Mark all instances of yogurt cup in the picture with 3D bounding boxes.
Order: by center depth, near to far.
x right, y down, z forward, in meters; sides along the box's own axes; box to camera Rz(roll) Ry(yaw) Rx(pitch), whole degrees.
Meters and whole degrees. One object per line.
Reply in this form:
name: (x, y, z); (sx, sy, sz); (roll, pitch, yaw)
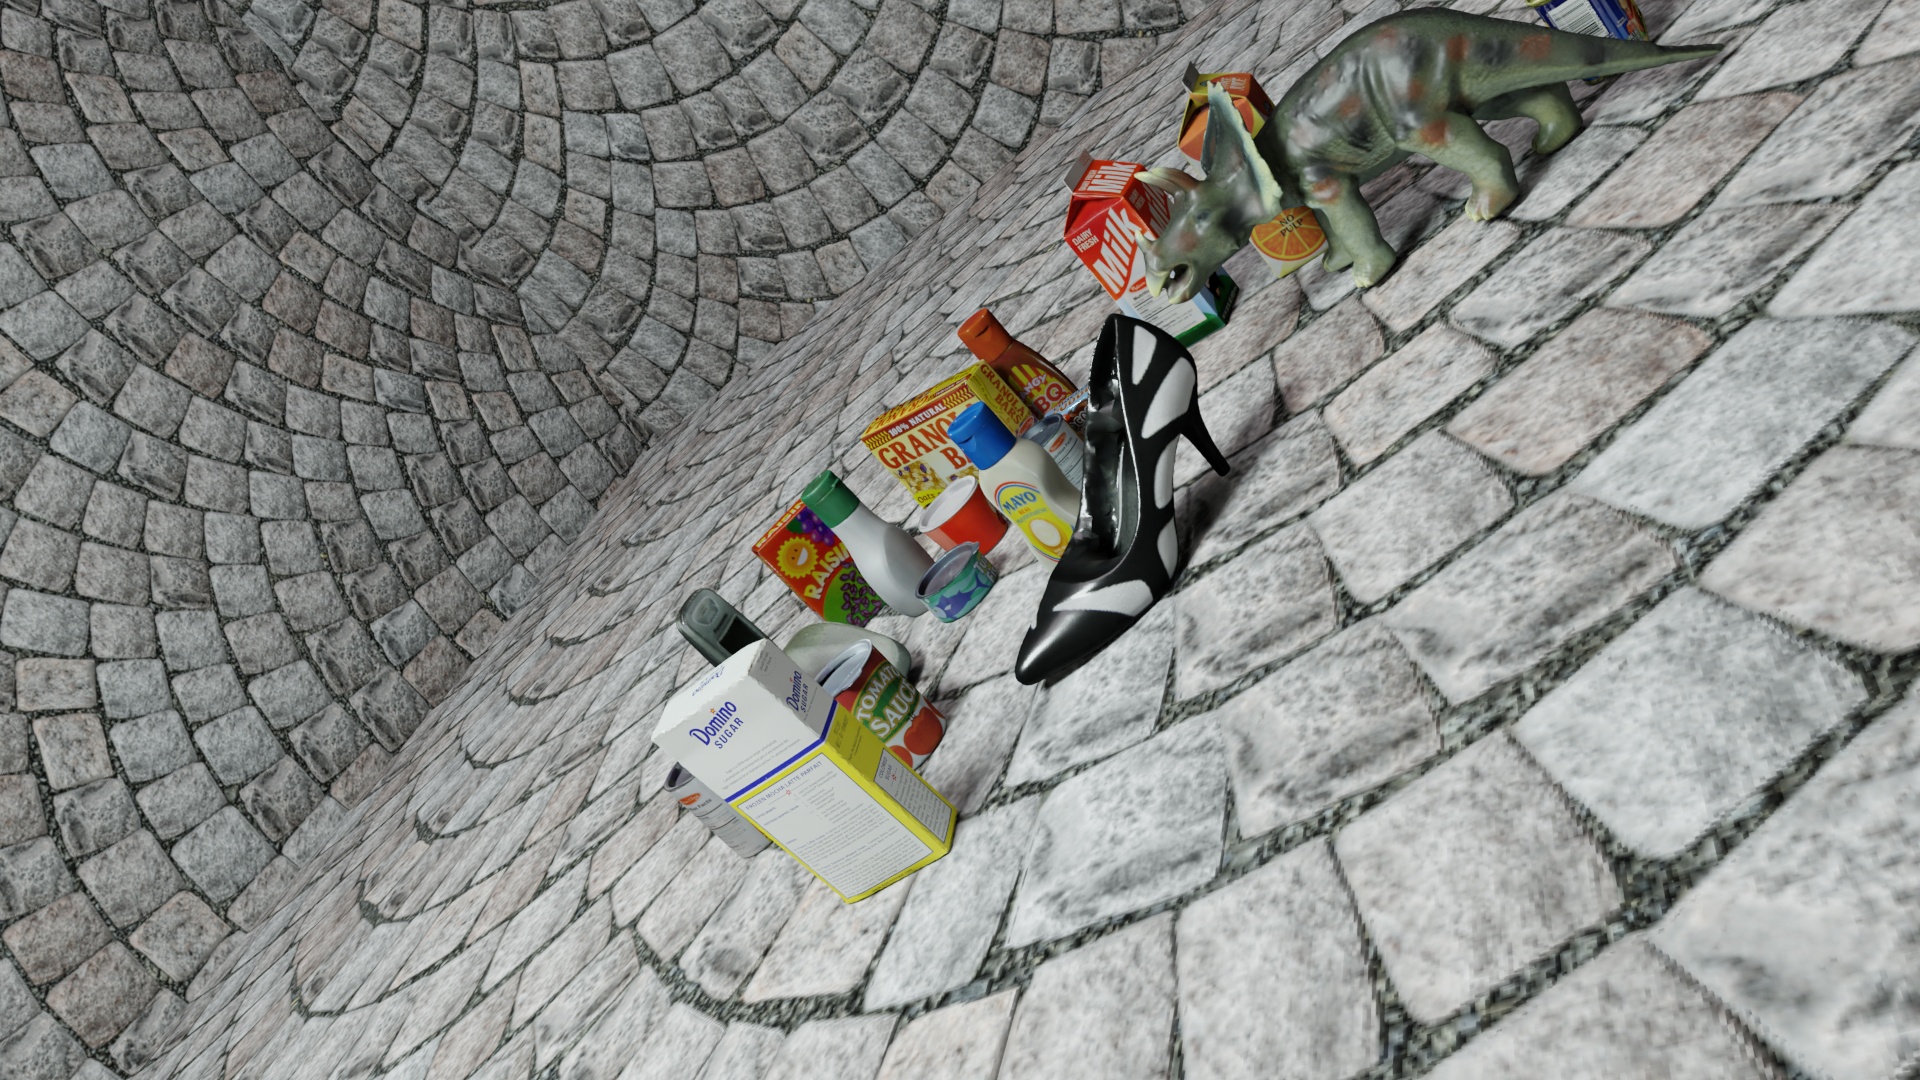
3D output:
yogurt cup: (0.004, -0.015, 1.231); (0.072, 0.054, 0.073); (-38, 18, 15)

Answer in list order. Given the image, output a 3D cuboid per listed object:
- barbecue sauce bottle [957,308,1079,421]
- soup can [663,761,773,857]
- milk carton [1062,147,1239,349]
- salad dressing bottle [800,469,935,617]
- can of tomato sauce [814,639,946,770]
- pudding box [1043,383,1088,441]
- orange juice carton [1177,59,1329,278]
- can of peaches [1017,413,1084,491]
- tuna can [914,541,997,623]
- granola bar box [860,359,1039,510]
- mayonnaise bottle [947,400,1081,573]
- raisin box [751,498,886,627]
barbecue sauce bottle: (0.058, -0.144, 1.259); (0.065, 0.148, 0.044); (-42, 17, 4)
soup can: (-0.176, 0.194, 1.084); (0.071, 0.083, 0.071); (-38, 18, 15)
milk carton: (0.161, -0.264, 1.246); (0.073, 0.190, 0.073); (-29, 22, 38)
salad dressing bottle: (-0.076, 0.002, 1.209); (0.044, 0.147, 0.064); (-29, 22, 38)
can of tomato sauce: (-0.060, 0.123, 0.998); (0.071, 0.083, 0.071); (-38, 18, 15)
pudding box: (0.118, -0.111, 1.215); (0.083, 0.049, 0.030); (-34, 19, 26)
orange juice carton: (0.252, -0.329, 1.198); (0.072, 0.192, 0.072); (-32, 20, 32)
can of peaches: (0.078, -0.065, 1.182); (0.071, 0.058, 0.071); (-38, 18, 15)
tuna can: (-0.001, 0.034, 1.164); (0.071, 0.033, 0.071); (-38, 18, 15)
granola bar box: (0.001, -0.085, 1.283); (0.165, 0.124, 0.039); (-22, 27, 48)
mayonnaise bottle: (0.051, -0.037, 1.025); (0.064, 0.148, 0.041); (-27, 23, 42)
raisin box: (-0.123, 0.022, 1.303); (0.086, 0.123, 0.040); (-46, 17, -9)
